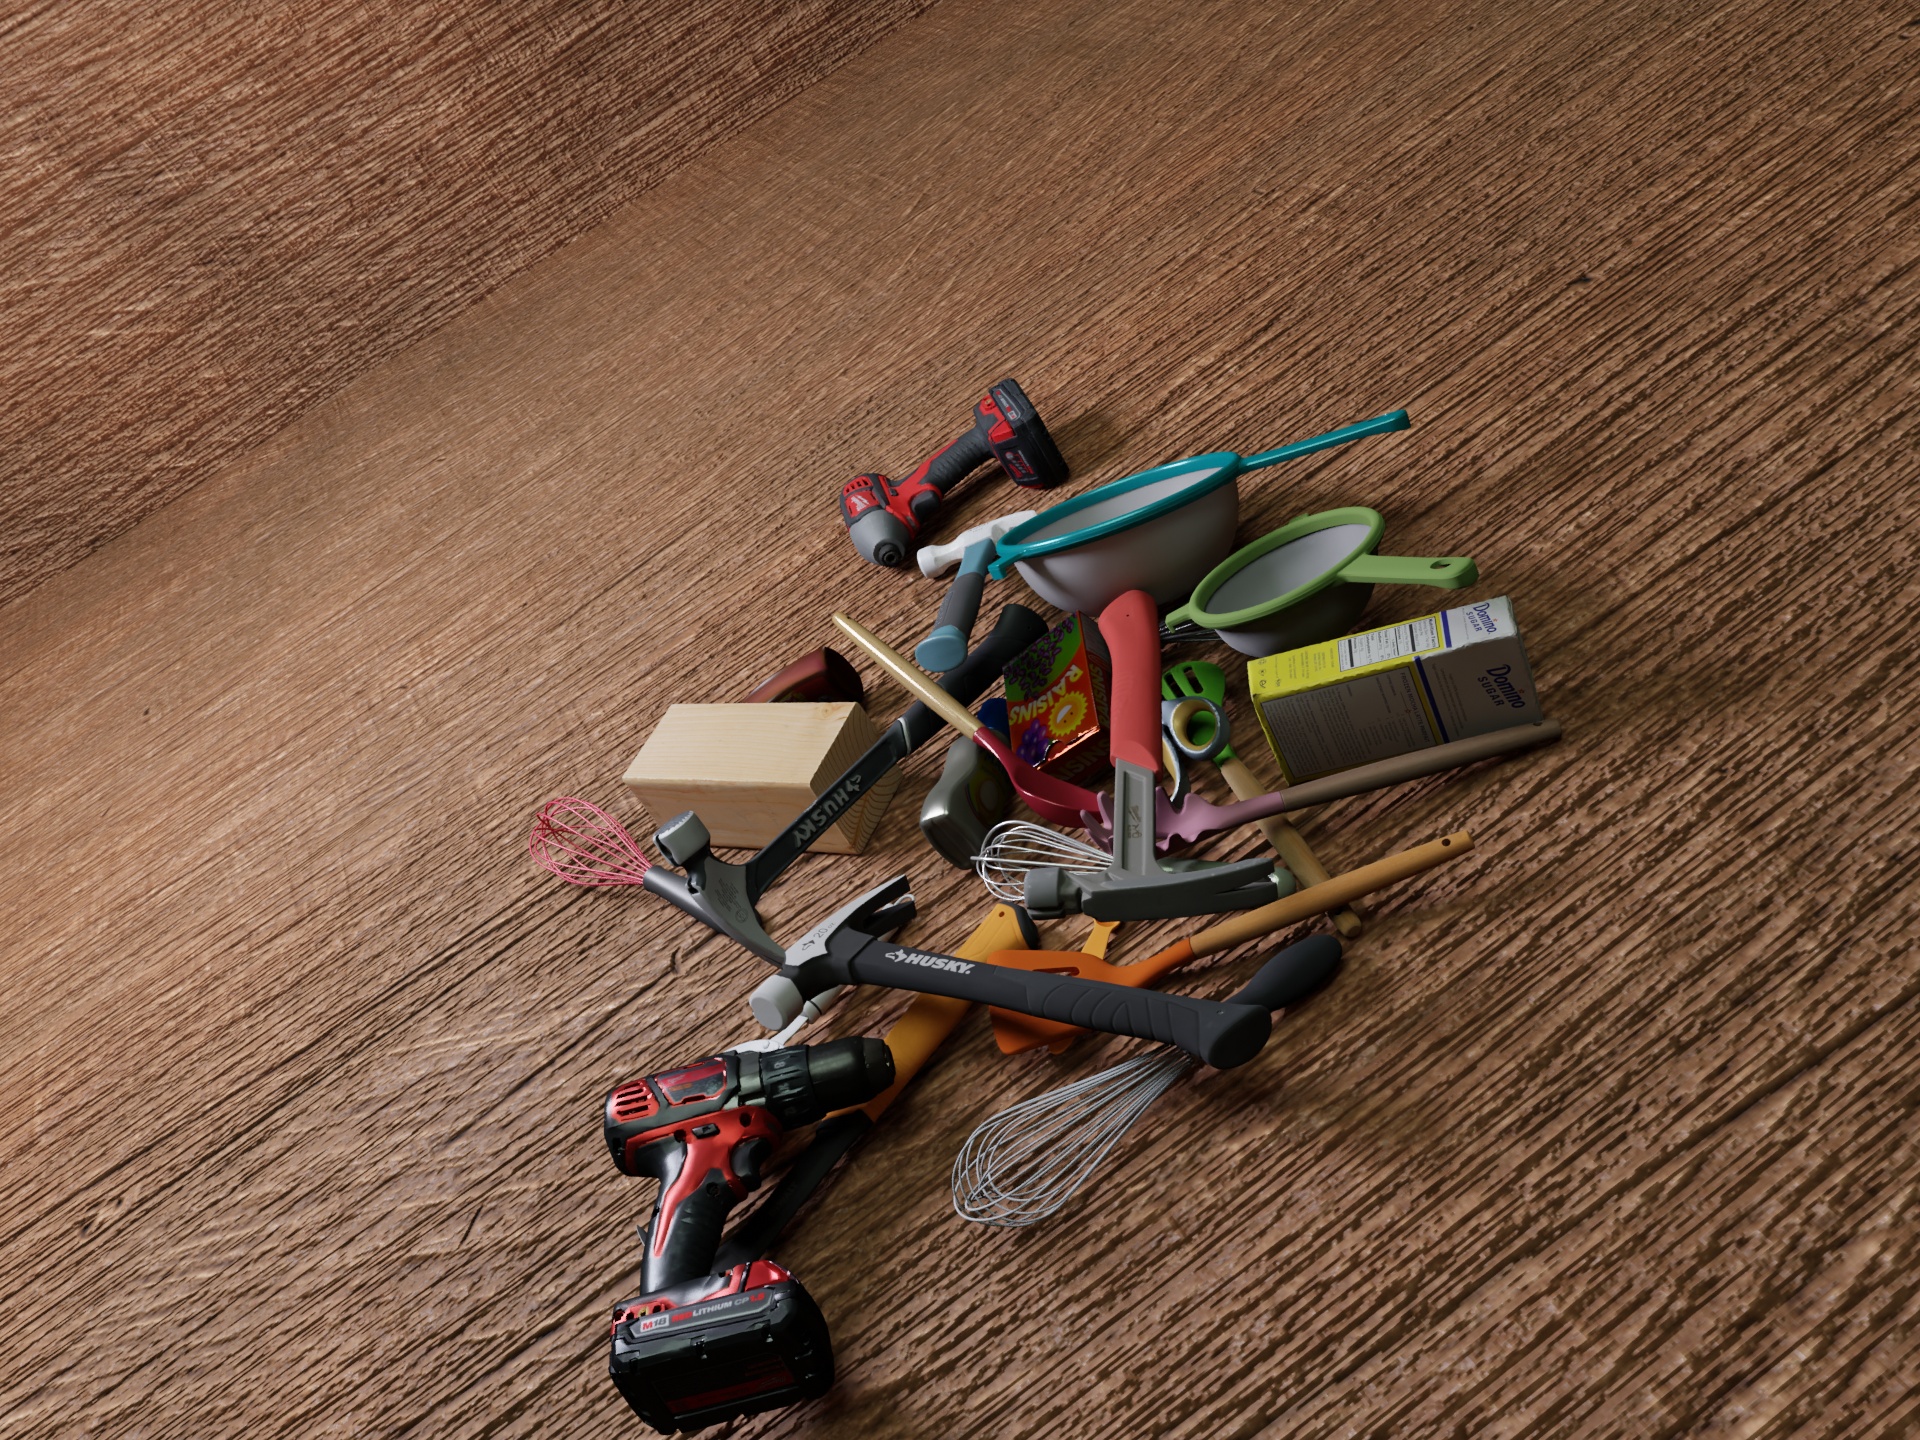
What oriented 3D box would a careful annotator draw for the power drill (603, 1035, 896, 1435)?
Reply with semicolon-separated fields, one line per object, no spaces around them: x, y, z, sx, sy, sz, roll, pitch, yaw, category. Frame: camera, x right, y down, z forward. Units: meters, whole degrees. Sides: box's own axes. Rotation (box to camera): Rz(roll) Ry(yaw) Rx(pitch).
-0.123;0.290;0.958;0.188;0.080;0.227;-15;38;2;power drill

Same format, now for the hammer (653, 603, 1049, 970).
-0.053;0.029;1.239;0.036;0.149;0.409;-19;19;51;hammer

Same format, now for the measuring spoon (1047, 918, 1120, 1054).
0.083;0.174;1.063;0.021;0.011;0.117;10;54;24;measuring spoon

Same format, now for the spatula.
0.167;0.132;1.008;0.322;0.041;0.081;-25;45;18;spatula

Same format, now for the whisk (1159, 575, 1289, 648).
0.158;-0.065;1.266;0.239;0.055;0.055;-21;37;21;whisk

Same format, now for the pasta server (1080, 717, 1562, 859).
0.237;0.041;1.048;0.316;0.040;0.060;-15;30;5;pasta server

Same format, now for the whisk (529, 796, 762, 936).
-0.268;0.126;1.333;0.296;0.073;0.073;18;58;39;whisk

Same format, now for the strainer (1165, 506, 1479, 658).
0.269;-0.083;1.101;0.151;0.069;0.256;-37;20;-18;strainer

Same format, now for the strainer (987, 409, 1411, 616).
0.200;-0.156;1.280;0.340;0.095;0.211;-16;14;19;strainer

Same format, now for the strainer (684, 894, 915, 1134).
-0.112;0.214;1.128;0.087;0.050;0.258;5;43;48;strainer

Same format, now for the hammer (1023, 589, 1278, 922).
0.129;0.010;1.083;0.149;0.036;0.359;-7;32;11;hammer

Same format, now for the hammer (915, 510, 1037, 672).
0.004;-0.111;1.353;0.128;0.033;0.331;-21;18;15;hammer

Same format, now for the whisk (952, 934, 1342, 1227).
0.116;0.213;0.957;0.284;0.070;0.070;-33;36;-9;whisk

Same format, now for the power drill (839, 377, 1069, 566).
-0.013;-0.232;1.558;0.219;0.078;0.143;-31;34;6;power drill

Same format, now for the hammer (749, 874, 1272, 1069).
0.035;0.165;0.995;0.335;0.035;0.146;4;30;35;hammer

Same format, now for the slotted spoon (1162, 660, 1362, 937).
0.202;0.045;1.114;0.070;0.031;0.314;-40;37;10;slotted spoon

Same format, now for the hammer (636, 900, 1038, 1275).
-0.066;0.248;1.058;0.127;0.034;0.337;18;58;45;hammer

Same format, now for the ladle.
-0.002;-0.004;1.194;0.316;0.069;0.031;39;114;36;ladle

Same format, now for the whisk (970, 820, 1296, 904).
0.114;0.104;1.094;0.246;0.059;0.058;2;84;34;whisk
